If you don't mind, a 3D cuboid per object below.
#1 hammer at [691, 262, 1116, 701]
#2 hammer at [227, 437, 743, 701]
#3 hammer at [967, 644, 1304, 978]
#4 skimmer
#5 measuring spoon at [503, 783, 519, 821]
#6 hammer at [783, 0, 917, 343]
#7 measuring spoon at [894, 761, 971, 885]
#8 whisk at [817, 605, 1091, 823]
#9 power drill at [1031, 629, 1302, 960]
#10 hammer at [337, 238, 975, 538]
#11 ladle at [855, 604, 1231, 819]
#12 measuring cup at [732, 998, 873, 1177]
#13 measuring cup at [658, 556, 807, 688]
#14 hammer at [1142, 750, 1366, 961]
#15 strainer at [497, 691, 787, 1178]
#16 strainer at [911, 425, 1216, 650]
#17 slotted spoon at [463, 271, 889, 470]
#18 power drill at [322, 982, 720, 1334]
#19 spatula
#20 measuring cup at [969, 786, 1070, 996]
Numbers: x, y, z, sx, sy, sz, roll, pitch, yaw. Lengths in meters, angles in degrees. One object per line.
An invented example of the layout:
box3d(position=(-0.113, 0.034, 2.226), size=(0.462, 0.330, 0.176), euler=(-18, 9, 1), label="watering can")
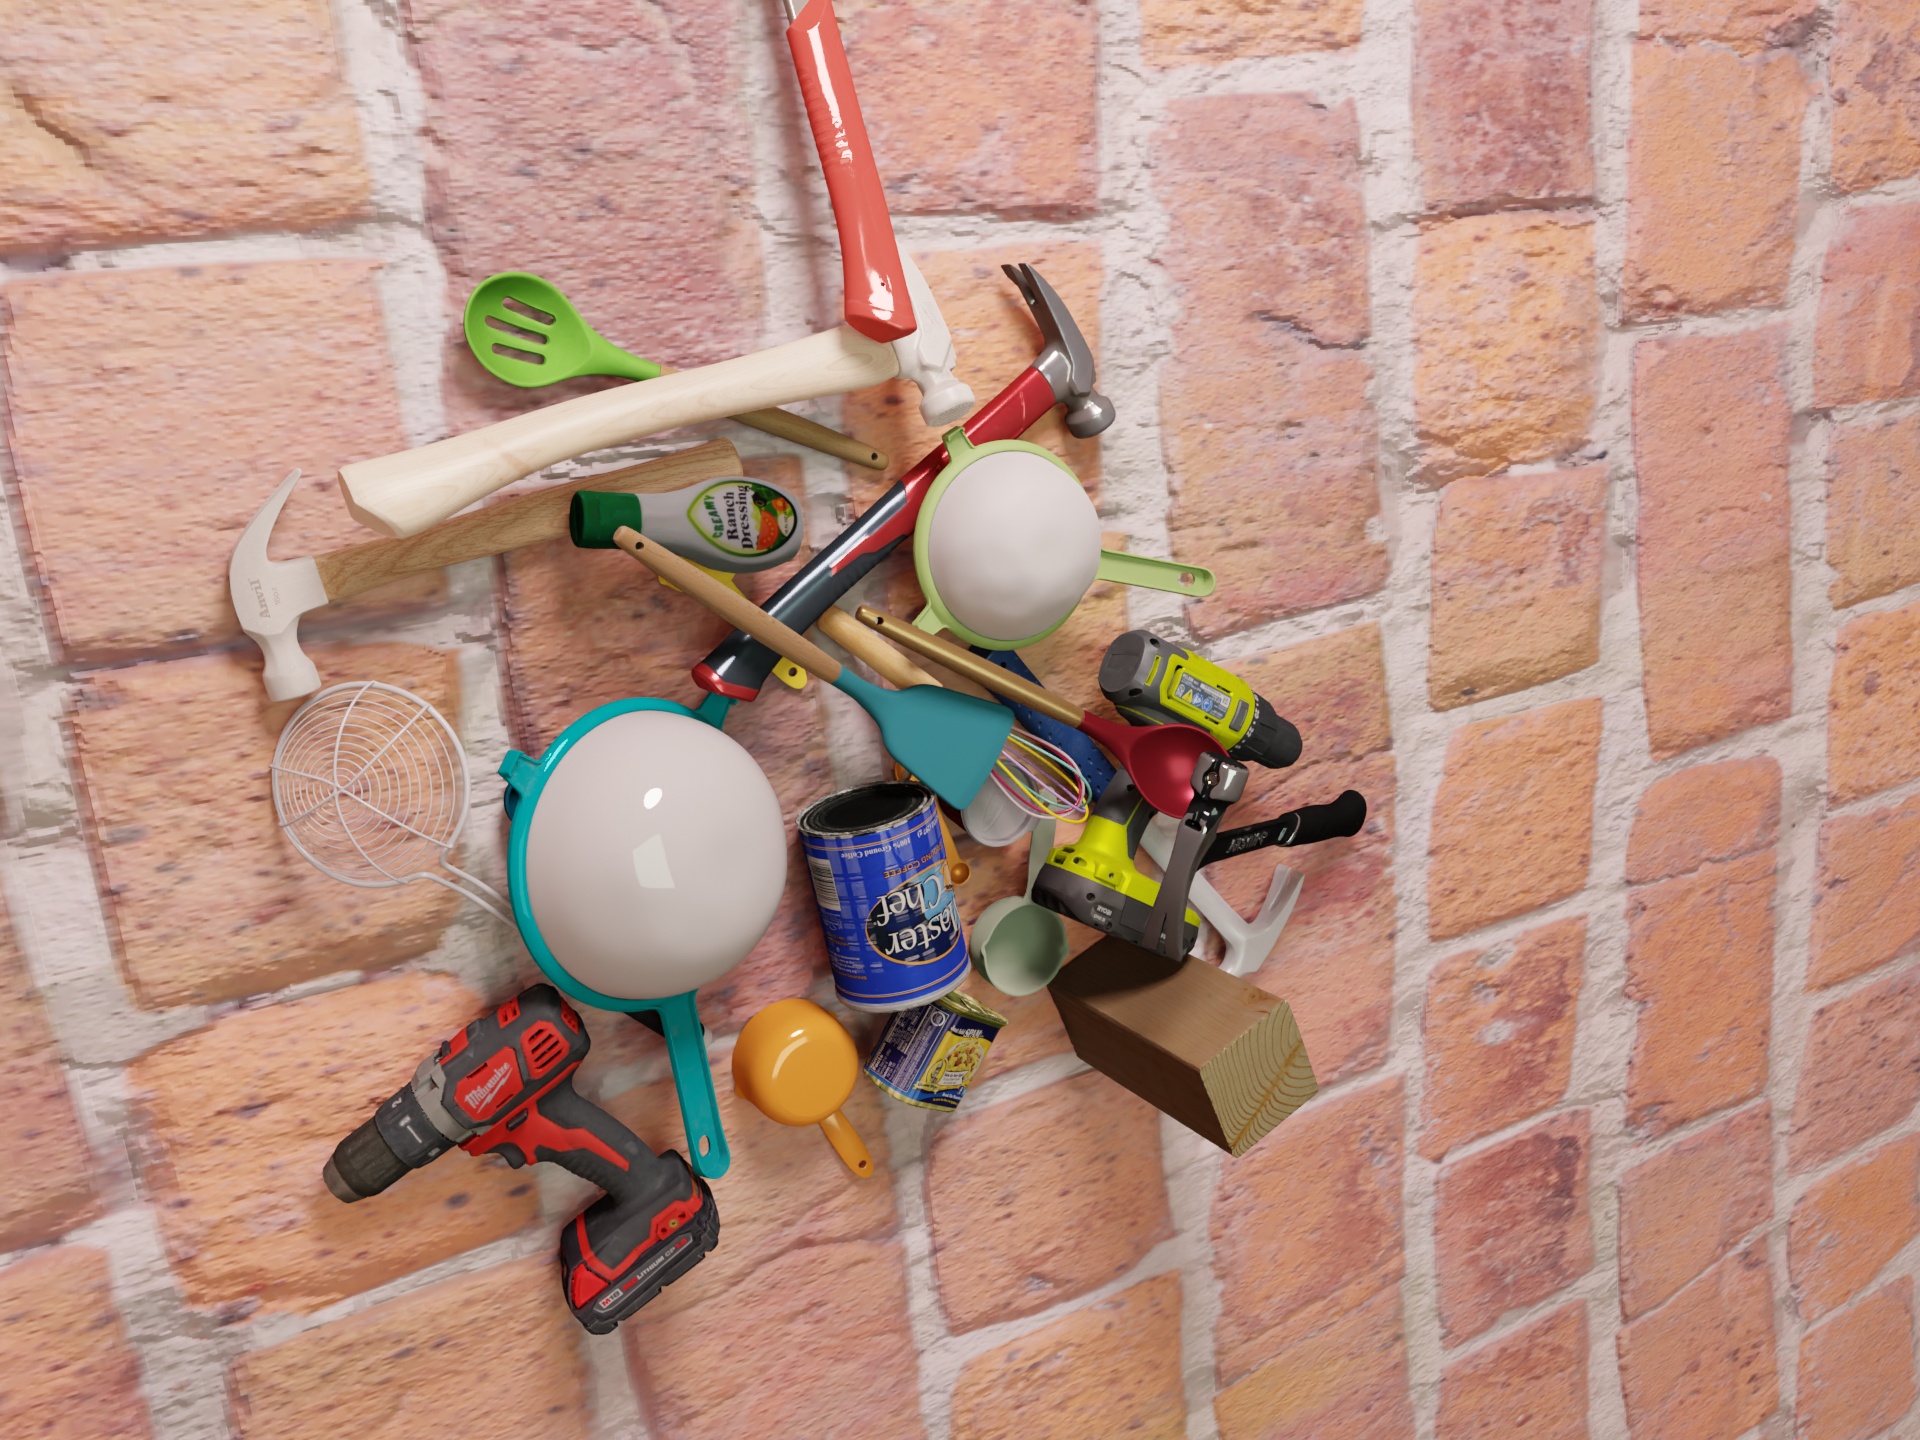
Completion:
box3d(position=(-0.049, -0.161, 1.126), size=(0.386, 0.038, 0.143), euler=(-44, 121, -19), label="hammer")
box3d(position=(-0.295, -0.126, 1.017), size=(0.331, 0.031, 0.130), euler=(-21, 110, -25), label="hammer")
box3d(position=(0.142, 0.072, 1.298), size=(0.144, 0.035, 0.405), euler=(-50, 118, -12), label="hammer")
box3d(position=(-0.294, 0.114, 1.060), size=(0.127, 0.090, 0.362), euler=(-38, 129, 7), label="skimmer")
box3d(position=(-0.253, 0.045, 1.086), size=(0.128, 0.021, 0.042), euler=(-9, 105, -37), label="measuring spoon")
box3d(position=(-0.082, -0.427, 1.034), size=(0.149, 0.037, 0.359), euler=(-18, 95, -25), label="hammer")
box3d(position=(-0.023, 0.078, 1.223), size=(0.021, 0.011, 0.116), euler=(-34, 111, -19), label="measuring spoon")
box3d(position=(-0.002, -0.003, 1.156), size=(0.245, 0.051, 0.047), euler=(37, 62, -7), label="whisk")
box3d(position=(0.166, 0.064, 1.246), size=(0.190, 0.080, 0.228), euler=(26, 83, -30), label="power drill")
box3d(position=(-0.190, -0.210, 1.012), size=(0.410, 0.038, 0.146), euler=(-23, 85, -26), label="hammer")
box3d(position=(0.063, -0.010, 1.137), size=(0.315, 0.031, 0.069), euler=(26, 84, -20), label="ladle")
box3d(position=(-0.100, 0.290, 1.193), size=(0.095, 0.052, 0.173), euler=(-37, 113, -18), label="measuring cup")
box3d(position=(-0.151, -0.078, 1.107), size=(0.062, 0.029, 0.156), euler=(-45, 117, -15), label="measuring cup")
box3d(position=(0.248, 0.092, 1.248), size=(0.408, 0.036, 0.149), euler=(-1, 113, -60), label="hammer")
box3d(position=(-0.173, 0.152, 1.056), size=(0.211, 0.095, 0.340), euler=(-21, 105, -48), label="strainer")
box3d(position=(0.093, -0.115, 1.145), size=(0.256, 0.069, 0.151), euler=(7, 95, -28), label="strainer")
box3d(position=(-0.181, -0.220, 1.066), size=(0.313, 0.031, 0.070), euler=(15, 90, -33), label="slotted spoon")
box3d(position=(-0.291, 0.309, 1.075), size=(0.188, 0.080, 0.226), euler=(-37, 113, -7), label="power drill")
box3d(position=(-0.098, -0.044, 1.068), size=(0.317, 0.044, 0.082), euler=(33, 82, -34), label="spatula")
box3d(position=(0.050, 0.132, 1.258), size=(0.083, 0.038, 0.167), euler=(6, 95, -30), label="measuring cup")
